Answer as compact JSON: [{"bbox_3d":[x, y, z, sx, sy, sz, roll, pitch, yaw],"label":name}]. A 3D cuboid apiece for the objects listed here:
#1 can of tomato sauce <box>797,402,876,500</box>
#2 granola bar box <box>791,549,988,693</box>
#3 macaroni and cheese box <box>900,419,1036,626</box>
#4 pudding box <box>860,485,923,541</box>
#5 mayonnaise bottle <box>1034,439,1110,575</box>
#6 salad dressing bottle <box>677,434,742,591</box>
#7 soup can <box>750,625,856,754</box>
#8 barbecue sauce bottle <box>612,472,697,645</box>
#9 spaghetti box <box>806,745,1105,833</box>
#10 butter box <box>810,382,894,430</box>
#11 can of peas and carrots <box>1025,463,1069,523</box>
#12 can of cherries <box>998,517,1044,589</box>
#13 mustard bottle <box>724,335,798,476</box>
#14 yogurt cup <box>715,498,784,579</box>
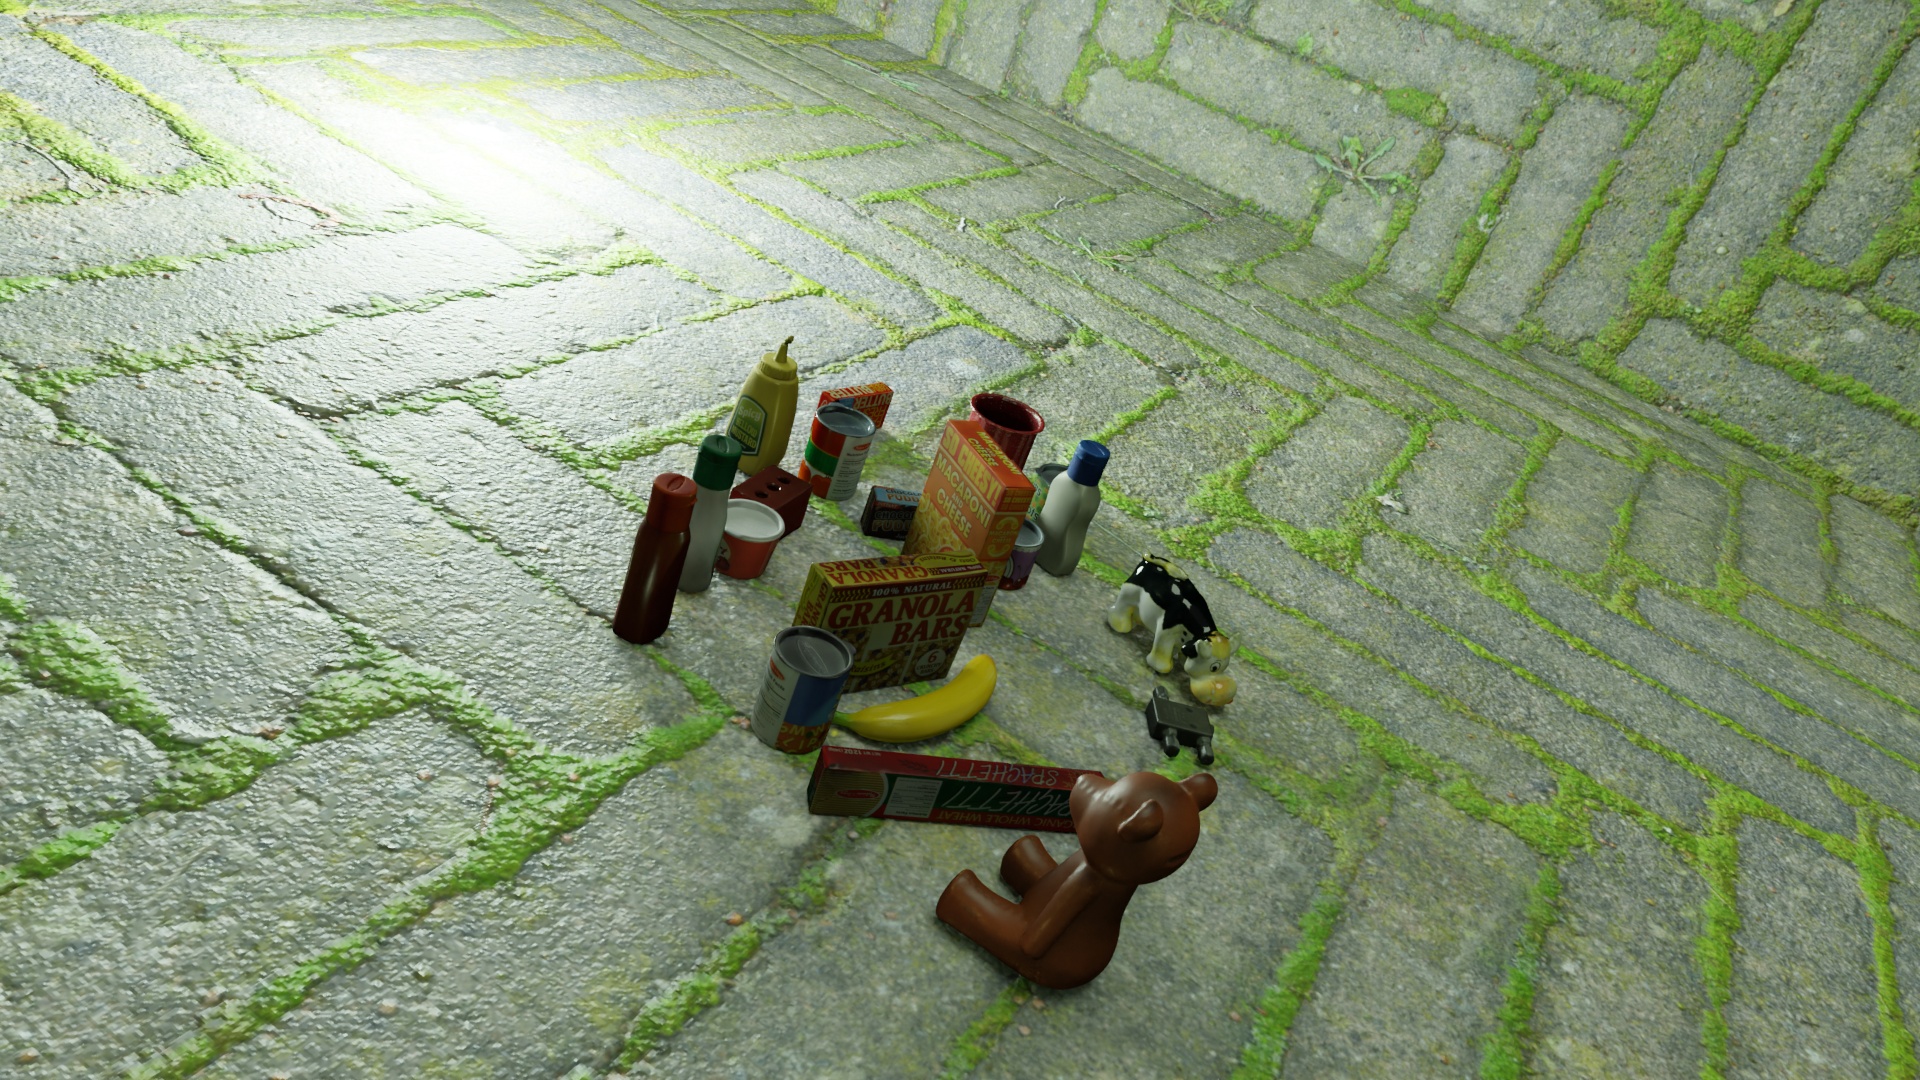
[{"bbox_3d":[-0.135,-0.095,1.495,0.071,0.082,0.071,16,30,-9],"label":"can of tomato sauce"},{"bbox_3d":[-0.067,0.073,1.216,0.166,0.123,0.039,-5,38,-38],"label":"granola bar box"},{"bbox_3d":[0.005,-0.017,1.368,0.040,0.165,0.124,-1,36,-33],"label":"macaroni and cheese box"},{"bbox_3d":[-0.058,-0.027,1.463,0.084,0.049,0.030,9,31,-20],"label":"pudding box"},{"bbox_3d":[0.119,-0.037,1.492,0.041,0.147,0.065,-6,39,-39],"label":"mayonnaise bottle"},{"bbox_3d":[-0.231,-0.024,1.250,0.044,0.147,0.064,9,31,-21],"label":"salad dressing bottle"},{"bbox_3d":[-0.128,0.122,1.137,0.071,0.083,0.072,16,30,-9],"label":"soup can"},{"bbox_3d":[-0.255,0.014,1.171,0.044,0.147,0.065,23,29,3],"label":"barbecue sauce bottle"},{"bbox_3d":[0.002,0.203,1.119,0.250,0.050,0.029,9,31,-21],"label":"spaghetti box"},{"bbox_3d":[-0.126,-0.153,1.627,0.024,0.052,0.104,38,34,28],"label":"butter box"},{"bbox_3d":[0.109,-0.048,1.594,0.071,0.058,0.071,16,30,-9],"label":"can of peas and carrots"},{"bbox_3d":[0.046,0.011,1.457,0.071,0.058,0.072,16,30,-9],"label":"can of cherries"},{"bbox_3d":[-0.203,-0.146,1.458,0.065,0.159,0.049,34,32,22],"label":"mustard bottle"},{"bbox_3d":[-0.206,0.000,1.320,0.072,0.053,0.073,16,30,-9],"label":"yogurt cup"}]
